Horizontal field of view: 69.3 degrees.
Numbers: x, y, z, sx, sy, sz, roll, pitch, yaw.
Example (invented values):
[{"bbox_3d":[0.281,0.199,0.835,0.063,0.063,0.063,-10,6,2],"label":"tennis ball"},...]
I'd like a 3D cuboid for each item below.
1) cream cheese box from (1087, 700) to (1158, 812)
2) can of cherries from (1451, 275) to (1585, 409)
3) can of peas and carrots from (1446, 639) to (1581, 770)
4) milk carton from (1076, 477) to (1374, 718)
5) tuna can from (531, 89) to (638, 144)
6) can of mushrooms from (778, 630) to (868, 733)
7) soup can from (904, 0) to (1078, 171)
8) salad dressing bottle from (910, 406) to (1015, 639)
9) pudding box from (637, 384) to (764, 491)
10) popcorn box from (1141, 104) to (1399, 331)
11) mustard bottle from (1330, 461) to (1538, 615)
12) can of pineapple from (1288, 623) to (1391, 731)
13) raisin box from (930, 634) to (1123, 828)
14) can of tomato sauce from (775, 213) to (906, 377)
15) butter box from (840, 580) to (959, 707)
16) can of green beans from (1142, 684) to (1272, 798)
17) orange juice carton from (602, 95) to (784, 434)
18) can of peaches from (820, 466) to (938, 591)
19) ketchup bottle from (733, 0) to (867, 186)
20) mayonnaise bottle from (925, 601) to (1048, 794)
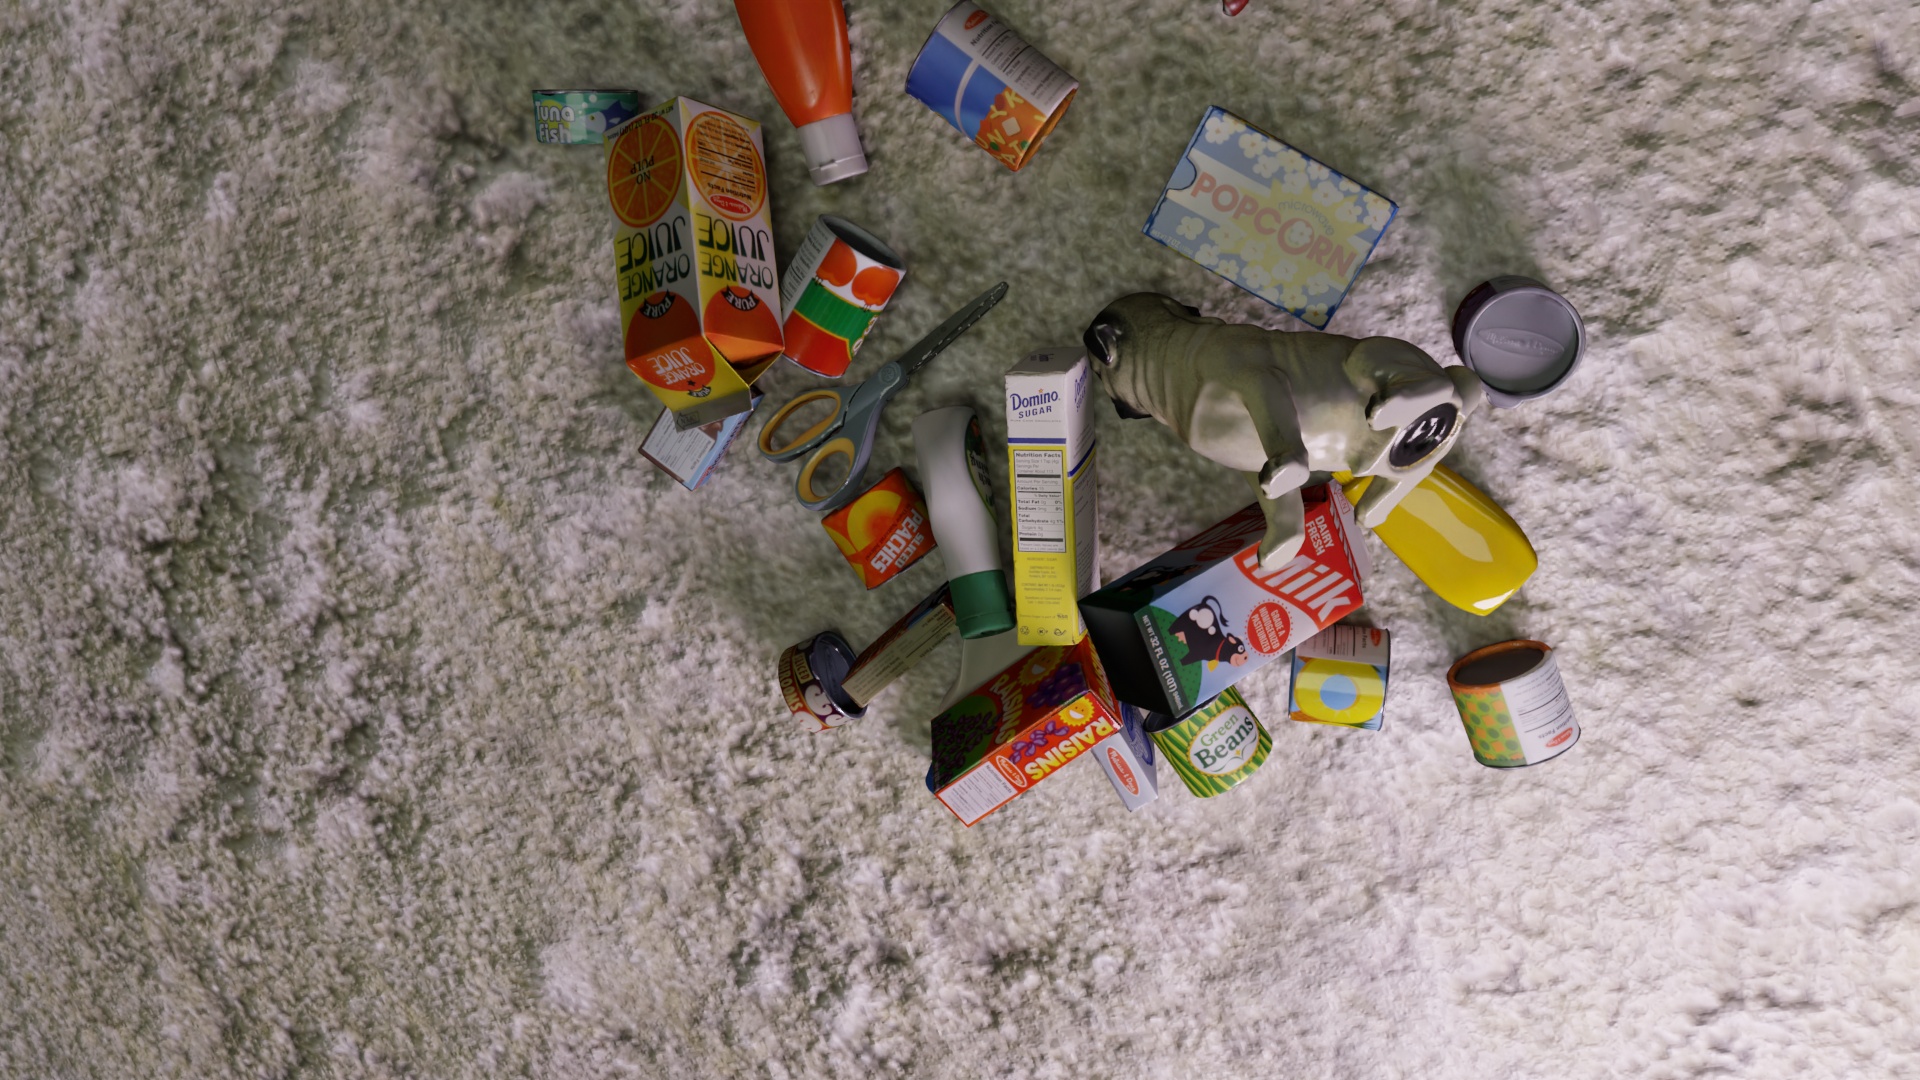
[{"bbox_3d":[0.107,0.133,0.918,0.024,0.104,0.053,-29,100,12],"label":"cream cheese box"},{"bbox_3d":[0.324,-0.117,0.815,0.071,0.058,0.071,3,108,11],"label":"can of cherries"},{"bbox_3d":[0.346,0.102,0.875,0.071,0.071,0.058,-20,101,18],"label":"can of peas and carrots"},{"bbox_3d":[0.176,0.030,0.860,0.191,0.073,0.072,-27,102,-20],"label":"milk carton"},{"bbox_3d":[-0.241,-0.273,0.892,0.071,0.071,0.032,4,109,12],"label":"tuna can"},{"bbox_3d":[-0.097,0.099,0.973,0.033,0.071,0.071,-25,100,21],"label":"can of mushrooms"},{"bbox_3d":[0.018,-0.271,0.836,0.084,0.071,0.071,37,111,-1],"label":"soup can"},{"bbox_3d":[0.003,-0.011,0.899,0.044,0.064,0.148,-14,78,10],"label":"salad dressing bottle"},{"bbox_3d":[-0.179,-0.081,0.958,0.049,0.030,0.083,37,111,1],"label":"pudding box"},{"bbox_3d":[0.185,-0.194,0.835,0.127,0.038,0.085,29,112,3],"label":"popcorn box"},{"bbox_3d":[0.280,-0.025,0.859,0.160,0.049,0.065,42,109,0],"label":"mustard bottle"},{"bbox_3d":[0.243,0.088,0.893,0.058,0.071,0.070,5,108,12],"label":"can of pineapple"},{"bbox_3d":[0.040,0.117,0.897,0.123,0.086,0.040,-35,111,13],"label":"raisin box"},{"bbox_3d":[-0.081,-0.157,0.894,0.071,0.071,0.082,35,111,1],"label":"can of tomato sauce"},{"bbox_3d":[-0.035,0.069,0.959,0.103,0.053,0.024,-40,97,21],"label":"butter box"},{"bbox_3d":[0.165,0.129,0.923,0.071,0.071,0.058,-34,97,20],"label":"can of green beans"},{"bbox_3d":[-0.163,-0.167,0.863,0.071,0.073,0.192,-11,83,36],"label":"orange juice carton"},{"bbox_3d":[-0.051,-0.008,0.929,0.071,0.071,0.058,-32,96,20],"label":"can of peaches"},{"bbox_3d":[-0.096,-0.298,0.865,0.064,0.044,0.148,-12,104,17],"label":"ketchup bottle"},{"bbox_3d":[0.016,0.114,0.967,0.065,0.041,0.147,22,111,0],"label":"mayonnaise bottle"}]
